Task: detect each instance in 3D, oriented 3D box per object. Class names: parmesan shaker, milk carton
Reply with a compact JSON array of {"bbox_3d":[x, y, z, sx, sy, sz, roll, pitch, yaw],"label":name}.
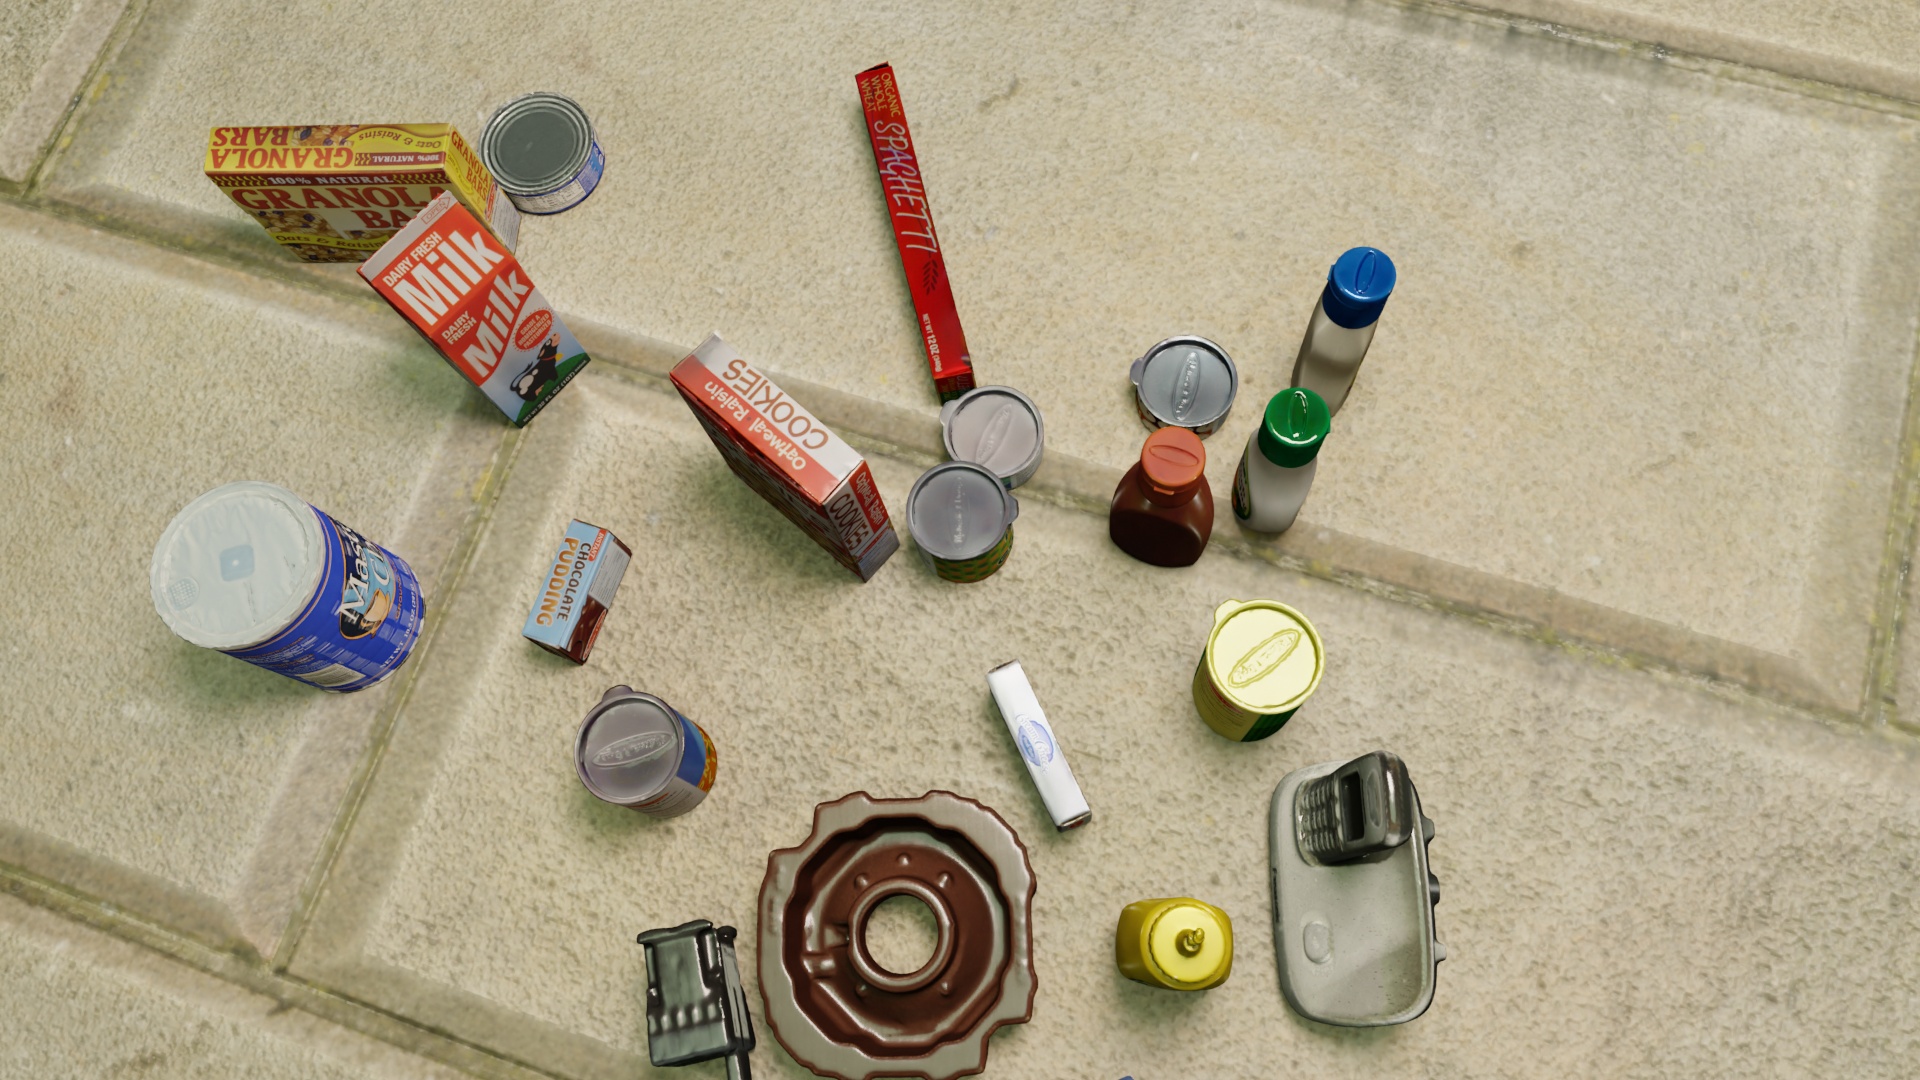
[{"bbox_3d":[0.174,0.077,0.829,0.071,0.103,0.071,-1,73,4],"label":"parmesan shaker"},{"bbox_3d":[-0.316,-0.152,0.893,0.073,0.190,0.072,40,80,14],"label":"milk carton"}]

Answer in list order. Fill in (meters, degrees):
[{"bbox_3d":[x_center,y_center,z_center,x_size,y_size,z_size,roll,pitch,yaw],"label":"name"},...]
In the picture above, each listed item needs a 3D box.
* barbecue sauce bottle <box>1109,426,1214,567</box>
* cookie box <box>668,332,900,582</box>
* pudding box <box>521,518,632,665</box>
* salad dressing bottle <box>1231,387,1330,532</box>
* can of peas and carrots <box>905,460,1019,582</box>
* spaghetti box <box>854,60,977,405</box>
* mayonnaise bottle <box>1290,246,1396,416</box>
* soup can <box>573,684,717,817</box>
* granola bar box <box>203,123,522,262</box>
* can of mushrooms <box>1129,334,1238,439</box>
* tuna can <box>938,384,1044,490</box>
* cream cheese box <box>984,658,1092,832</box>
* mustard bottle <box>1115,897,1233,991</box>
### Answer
[{"bbox_3d":[0.124,-0.025,0.842,0.065,0.148,0.044,17,75,9],"label":"barbecue sauce bottle"},{"bbox_3d":[-0.104,-0.045,0.855,0.123,0.167,0.040,39,80,14],"label":"cookie box"},{"bbox_3d":[-0.248,0.034,0.903,0.030,0.049,0.084,17,75,9],"label":"pudding box"},{"bbox_3d":[0.194,-0.049,0.844,0.044,0.147,0.064,4,73,6],"label":"salad dressing bottle"},{"bbox_3d":[0.003,-0.011,0.893,0.071,0.058,0.071,-1,73,4],"label":"can of peas and carrots"},{"bbox_3d":[-0.031,-0.215,0.965,0.029,0.050,0.250,-14,72,0],"label":"spaghetti box"},{"bbox_3d":[0.238,-0.132,0.867,0.041,0.147,0.065,18,75,10],"label":"mayonnaise bottle"},{"bbox_3d":[-0.191,0.130,0.850,0.071,0.083,0.071,-1,73,4],"label":"soup can"},{"bbox_3d":[-0.409,-0.238,0.962,0.166,0.124,0.039,0,73,4],"label":"granola bar box"},{"bbox_3d":[0.147,-0.101,0.924,0.071,0.033,0.071,-1,72,4],"label":"can of mushrooms"},{"bbox_3d":[0.020,-0.068,0.924,0.071,0.032,0.071,-1,72,4],"label":"tuna can"},{"bbox_3d":[0.048,0.127,0.849,0.024,0.053,0.104,-25,72,-3],"label":"cream cheese box"},{"bbox_3d":[0.119,0.221,0.758,0.065,0.160,0.049,4,73,6],"label":"mustard bottle"}]
